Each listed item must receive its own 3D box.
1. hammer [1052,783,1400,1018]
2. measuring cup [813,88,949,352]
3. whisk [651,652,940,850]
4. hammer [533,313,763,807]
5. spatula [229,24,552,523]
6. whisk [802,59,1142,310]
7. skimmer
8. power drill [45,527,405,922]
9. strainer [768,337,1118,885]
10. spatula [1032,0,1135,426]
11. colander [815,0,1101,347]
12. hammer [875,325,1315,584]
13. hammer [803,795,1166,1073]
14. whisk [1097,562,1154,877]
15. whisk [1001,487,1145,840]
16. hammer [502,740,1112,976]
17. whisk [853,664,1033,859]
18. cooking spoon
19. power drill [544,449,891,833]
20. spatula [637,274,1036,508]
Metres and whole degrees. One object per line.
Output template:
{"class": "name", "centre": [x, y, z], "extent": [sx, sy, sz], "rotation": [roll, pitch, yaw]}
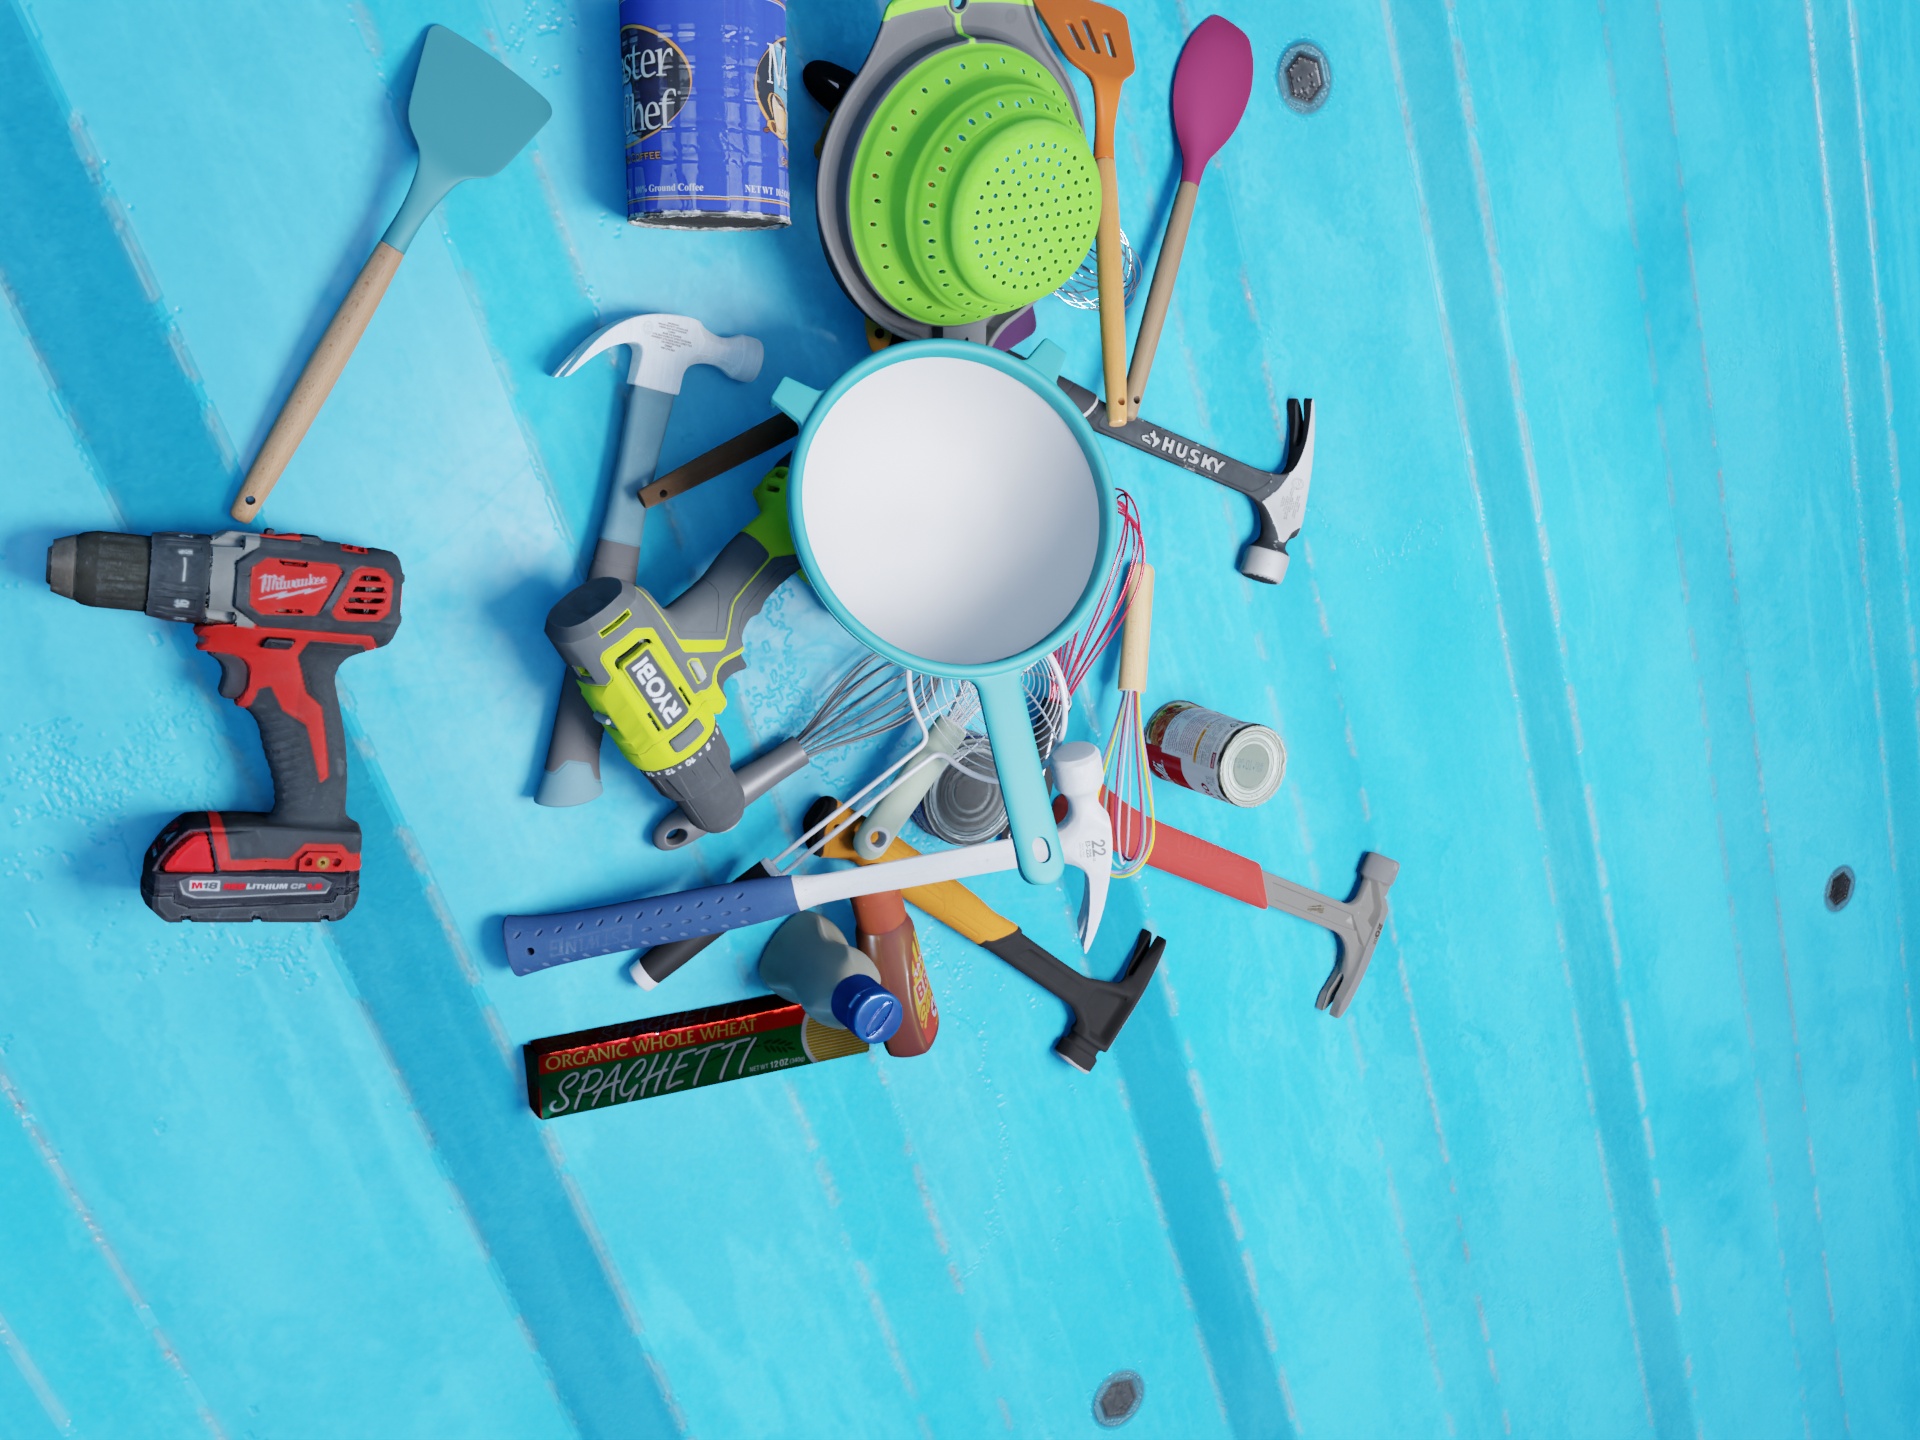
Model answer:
{"class": "hammer", "centre": [0.220, 0.136, 1.327], "extent": [0.358, 0.037, 0.149], "rotation": [22, 89, -30]}
{"class": "measuring cup", "centre": [-0.046, -0.328, 1.043], "extent": [0.095, 0.052, 0.173], "rotation": [-1, 104, -14]}
{"class": "whisk", "centre": [-0.115, 0.019, 1.118], "extent": [0.239, 0.055, 0.055], "rotation": [-34, 114, -13]}
{"class": "hammer", "centre": [-0.224, -0.103, 1.040], "extent": [0.128, 0.033, 0.331], "rotation": [10, 95, -30]}
{"class": "spatula", "centre": [-0.351, -0.258, 0.948], "extent": [0.082, 0.044, 0.317], "rotation": [30, 90, -30]}
{"class": "whisk", "centre": [0.013, -0.369, 1.102], "extent": [0.284, 0.070, 0.070], "rotation": [26, 87, -25]}
{"class": "skimmer", "centre": [-0.085, 0.065, 1.077], "extent": [0.363, 0.090, 0.127], "rotation": [-39, 85, 0]}
{"class": "power drill", "centre": [-0.431, -0.001, 0.928], "extent": [0.187, 0.080, 0.226], "rotation": [4, 96, -29]}
{"class": "strainer", "centre": [0.001, -0.063, 1.000], "extent": [0.211, 0.095, 0.340], "rotation": [-13, 89, -20]}
{"class": "spatula", "centre": [0.096, -0.360, 1.102], "extent": [0.081, 0.041, 0.323], "rotation": [1, 83, -27]}
{"class": "colander", "centre": [0.019, -0.257, 1.036], "extent": [0.204, 0.095, 0.396], "rotation": [-19, 128, -27]}
{"class": "hammer", "centre": [0.109, -0.232, 1.192], "extent": [0.408, 0.036, 0.149], "rotation": [17, 91, -30]}
{"class": "hammer", "centre": [0.017, 0.147, 1.221], "extent": [0.336, 0.034, 0.127], "rotation": [37, 83, -29]}
{"class": "whisk", "centre": [0.134, -0.001, 1.223], "extent": [0.051, 0.047, 0.245], "rotation": [10, 81, -29]}
{"class": "whisk", "centre": [0.079, -0.032, 1.205], "extent": [0.073, 0.073, 0.296], "rotation": [10, 101, -30]}
{"class": "hammer", "centre": [-0.097, 0.118, 1.058], "extent": [0.405, 0.035, 0.144], "rotation": [-11, 114, 0]}
{"class": "whisk", "centre": [-0.002, -0.004, 1.146], "extent": [0.057, 0.059, 0.246], "rotation": [38, 82, -20]}
{"class": "cooking spoon", "centre": [0.164, -0.374, 1.183], "extent": [0.068, 0.017, 0.319], "rotation": [19, 83, -30]}
{"class": "power drill", "centre": [-0.139, -0.053, 1.050], "extent": [0.228, 0.080, 0.190], "rotation": [-43, 127, -22]}
{"class": "spatula", "centre": [-0.078, -0.220, 1.066], "extent": [0.316, 0.018, 0.059], "rotation": [-32, 125, -19]}
